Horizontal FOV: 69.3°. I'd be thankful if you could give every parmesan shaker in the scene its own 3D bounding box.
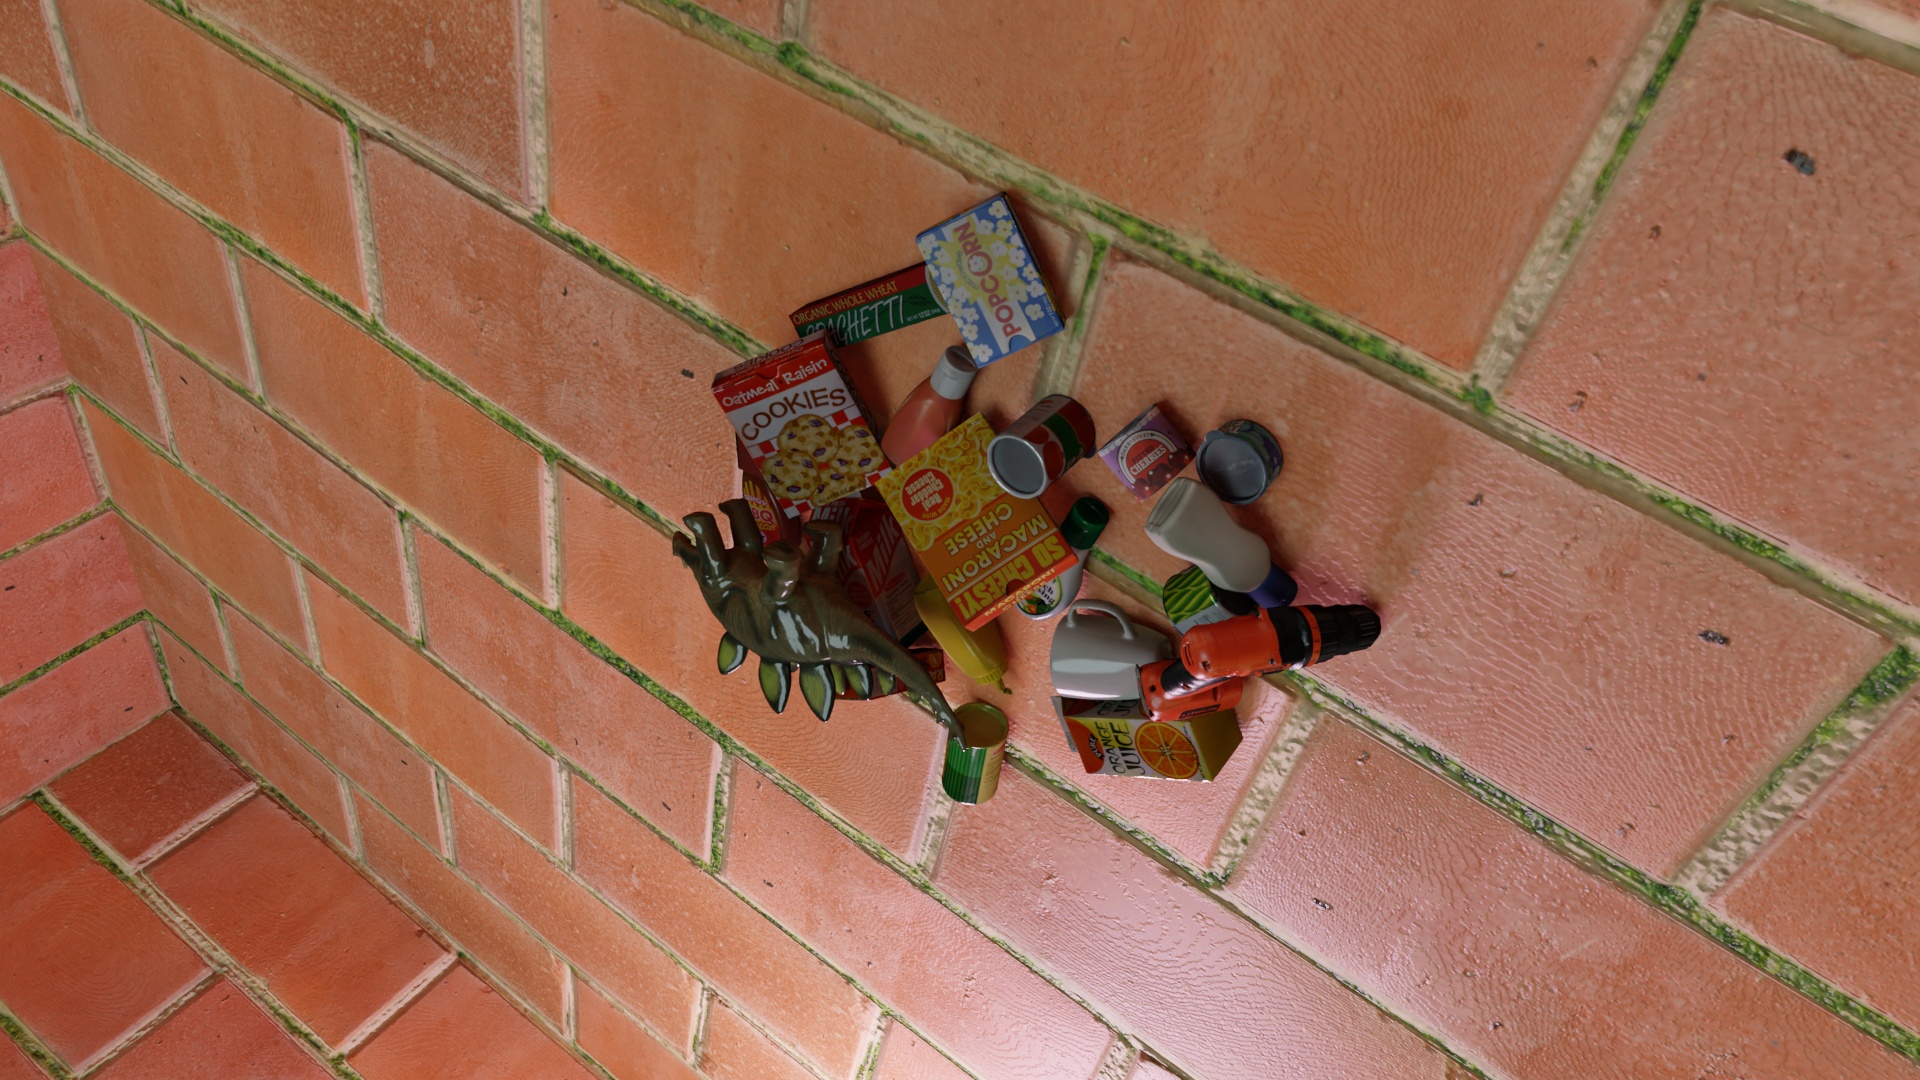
[{"bbox_3d":[0.014,0.241,1.557,0.071,0.072,0.102,28,134,22],"label":"parmesan shaker"}]

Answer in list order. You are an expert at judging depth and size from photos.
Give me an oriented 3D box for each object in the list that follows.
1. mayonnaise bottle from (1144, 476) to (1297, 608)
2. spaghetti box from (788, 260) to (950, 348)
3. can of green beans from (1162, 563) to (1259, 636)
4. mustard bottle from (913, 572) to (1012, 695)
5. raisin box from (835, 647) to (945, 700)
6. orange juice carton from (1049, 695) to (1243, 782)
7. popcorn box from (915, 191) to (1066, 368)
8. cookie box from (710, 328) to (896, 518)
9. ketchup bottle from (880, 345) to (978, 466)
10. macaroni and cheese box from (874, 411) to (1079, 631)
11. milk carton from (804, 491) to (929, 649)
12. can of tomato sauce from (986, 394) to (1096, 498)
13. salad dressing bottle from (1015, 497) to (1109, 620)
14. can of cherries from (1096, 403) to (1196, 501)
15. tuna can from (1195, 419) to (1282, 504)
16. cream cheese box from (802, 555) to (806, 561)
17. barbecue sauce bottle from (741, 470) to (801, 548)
[{"bbox_3d":[0.227,0.009,1.186,0.148,0.065,0.041,36,175,-24],"label":"mayonnaise bottle"},{"bbox_3d":[-0.069,-0.224,1.316,0.249,0.029,0.050,-9,112,44],"label":"spaghetti box"},{"bbox_3d":[0.224,0.050,1.240,0.071,0.071,0.057,51,138,-3],"label":"can of green beans"},{"bbox_3d":[0.010,0.103,1.466,0.048,0.066,0.160,-15,113,41],"label":"mustard bottle"},{"bbox_3d":[-0.088,0.146,1.533,0.086,0.124,0.040,-4,92,41],"label":"raisin box"},{"bbox_3d":[0.174,0.185,1.377,0.192,0.073,0.071,-5,116,43],"label":"orange juice carton"},{"bbox_3d":[0.027,-0.225,1.200,0.085,0.038,0.126,-23,105,16],"label":"popcorn box"},{"bbox_3d":[-0.154,-0.114,1.389,0.123,0.040,0.166,-21,123,10],"label":"cookie box"},{"bbox_3d":[-0.025,-0.126,1.340,0.065,0.044,0.148,36,137,3],"label":"ketchup bottle"},{"bbox_3d":[0.014,-0.018,1.300,0.167,0.123,0.040,58,-175,17],"label":"macaroni and cheese box"},{"bbox_3d":[-0.103,0.026,1.496,0.072,0.074,0.189,1,120,41],"label":"milk carton"},{"bbox_3d":[0.074,-0.083,1.257,0.071,0.083,0.070,22,132,27],"label":"can of tomato sauce"},{"bbox_3d":[0.097,0.018,1.341,0.064,0.044,0.146,45,137,16],"label":"salad dressing bottle"},{"bbox_3d":[0.161,-0.075,1.198,0.058,0.072,0.071,50,138,-1],"label":"can of cherries"},{"bbox_3d":[0.234,-0.068,1.169,0.071,0.033,0.070,22,132,27],"label":"tuna can"},{"bbox_3d":[-0.178,0.067,1.628,0.053,0.024,0.103,-1,119,40],"label":"cream cheese box"},{"bbox_3d":[-0.217,-0.058,1.555,0.065,0.044,0.147,18,130,33],"label":"barbecue sauce bottle"}]
